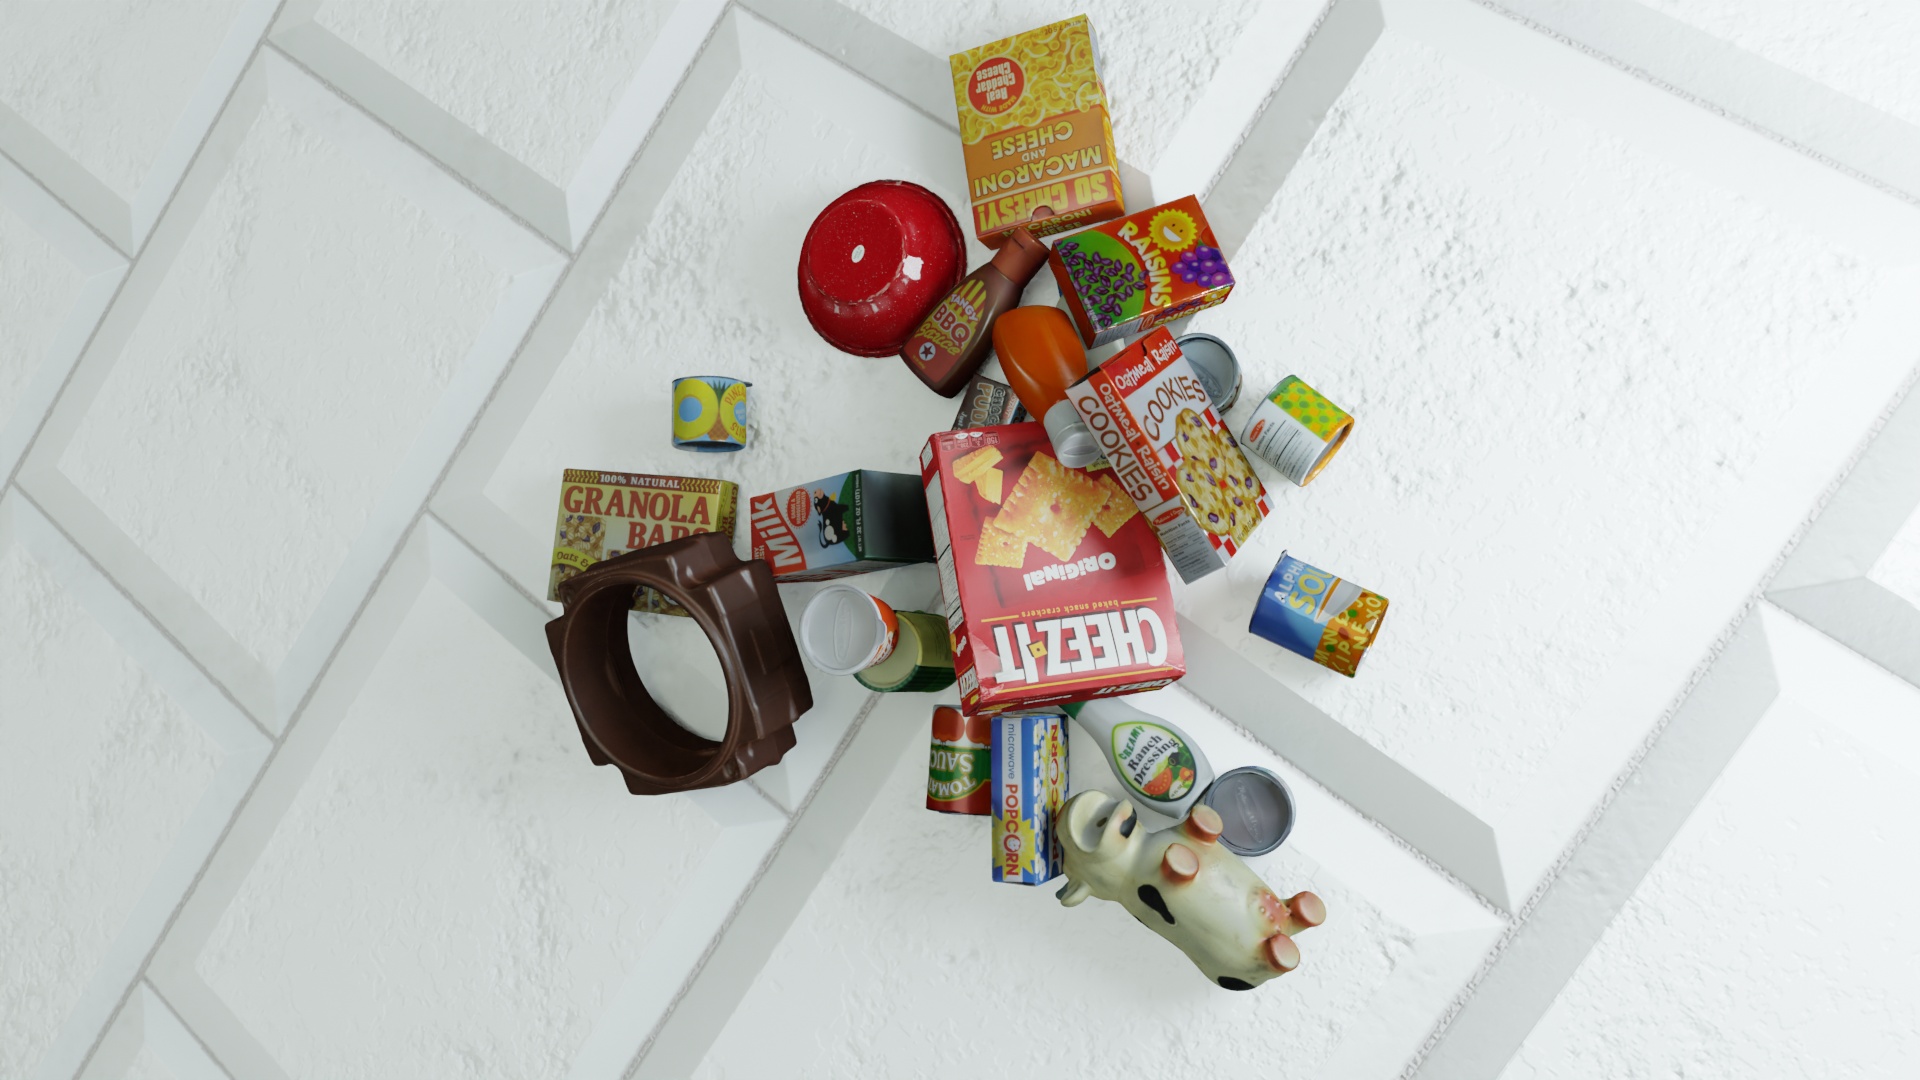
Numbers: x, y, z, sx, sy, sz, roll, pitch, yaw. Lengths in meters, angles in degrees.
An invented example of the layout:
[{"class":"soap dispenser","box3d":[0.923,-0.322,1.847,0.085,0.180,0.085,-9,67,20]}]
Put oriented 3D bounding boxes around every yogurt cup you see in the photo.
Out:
[{"class":"yogurt cup","box3d":[-0.081,0.068,1.049,0.072,0.054,0.072,-2,84,20]}]

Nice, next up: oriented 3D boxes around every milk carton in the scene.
[{"class":"milk carton","box3d":[-0.114,-0.007,1.152,0.190,0.073,0.072,-12,78,45]}]

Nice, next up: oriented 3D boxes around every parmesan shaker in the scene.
[{"class":"parmesan shaker","box3d":[-0.044,0.087,1.119,0.071,0.103,0.071,-2,83,20]}]

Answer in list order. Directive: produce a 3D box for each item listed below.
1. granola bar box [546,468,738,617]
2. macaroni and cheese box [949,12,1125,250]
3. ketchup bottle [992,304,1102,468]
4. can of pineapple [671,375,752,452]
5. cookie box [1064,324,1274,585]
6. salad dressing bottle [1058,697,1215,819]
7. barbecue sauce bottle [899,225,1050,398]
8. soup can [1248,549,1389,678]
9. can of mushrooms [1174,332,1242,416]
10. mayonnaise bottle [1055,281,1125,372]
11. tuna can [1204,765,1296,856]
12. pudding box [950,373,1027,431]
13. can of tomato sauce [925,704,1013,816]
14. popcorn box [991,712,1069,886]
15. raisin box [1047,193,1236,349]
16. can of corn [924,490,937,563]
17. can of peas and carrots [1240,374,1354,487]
[{"class":"granola bar box","box3d":[-0.285,0.002,1.250,0.165,0.039,0.124,5,86,20]},{"class":"macaroni and cheese box","box3d":[0.063,-0.341,1.164,0.123,0.040,0.166,-11,80,19]},{"class":"ketchup bottle","box3d":[0.071,-0.118,1.054,0.065,0.043,0.149,-7,47,-11]},{"class":"can of pineapple","box3d":[-0.220,-0.111,1.225,0.071,0.071,0.058,-3,84,19]},{"class":"cookie box","box3d":[0.159,-0.067,1.026,0.040,0.123,0.167,-29,95,36]},{"class":"salad dressing bottle","box3d":[0.128,0.151,1.081,0.148,0.044,0.064,41,90,19]},{"class":"barbecue sauce bottle","box3d":[0.015,-0.192,1.153,0.148,0.043,0.065,-49,61,16]},{"class":"soup can","box3d":[0.266,0.054,1.030,0.084,0.071,0.071,25,93,20]},{"class":"can of mushrooms","box3d":[0.187,-0.127,1.099,0.071,0.033,0.071,-2,83,19]},{"class":"mayonnaise bottle","box3d":[0.106,-0.166,1.129,0.065,0.041,0.148,-14,78,15]},{"class":"tuna can","box3d":[0.217,0.205,1.049,0.071,0.033,0.071,-2,83,19]},{"class":"pudding box","box3d":[0.021,-0.091,1.156,0.050,0.030,0.083,23,92,20]},{"class":"can of tomato sauce","box3d":[0.006,0.174,1.109,0.071,0.071,0.083,2,84,20]},{"class":"popcorn box","box3d":[0.055,0.198,1.080,0.038,0.085,0.127,-3,84,21]},{"class":"raisin box","box3d":[0.143,-0.213,1.097,0.123,0.040,0.086,-20,75,-9]},{"class":"can of corn","box3d":[0.004,-0.014,1.134,0.071,0.071,0.058,-7,81,19]},{"class":"can of peas and carrots","box3d":[0.257,-0.084,1.053,0.059,0.071,0.071,41,98,19]}]
